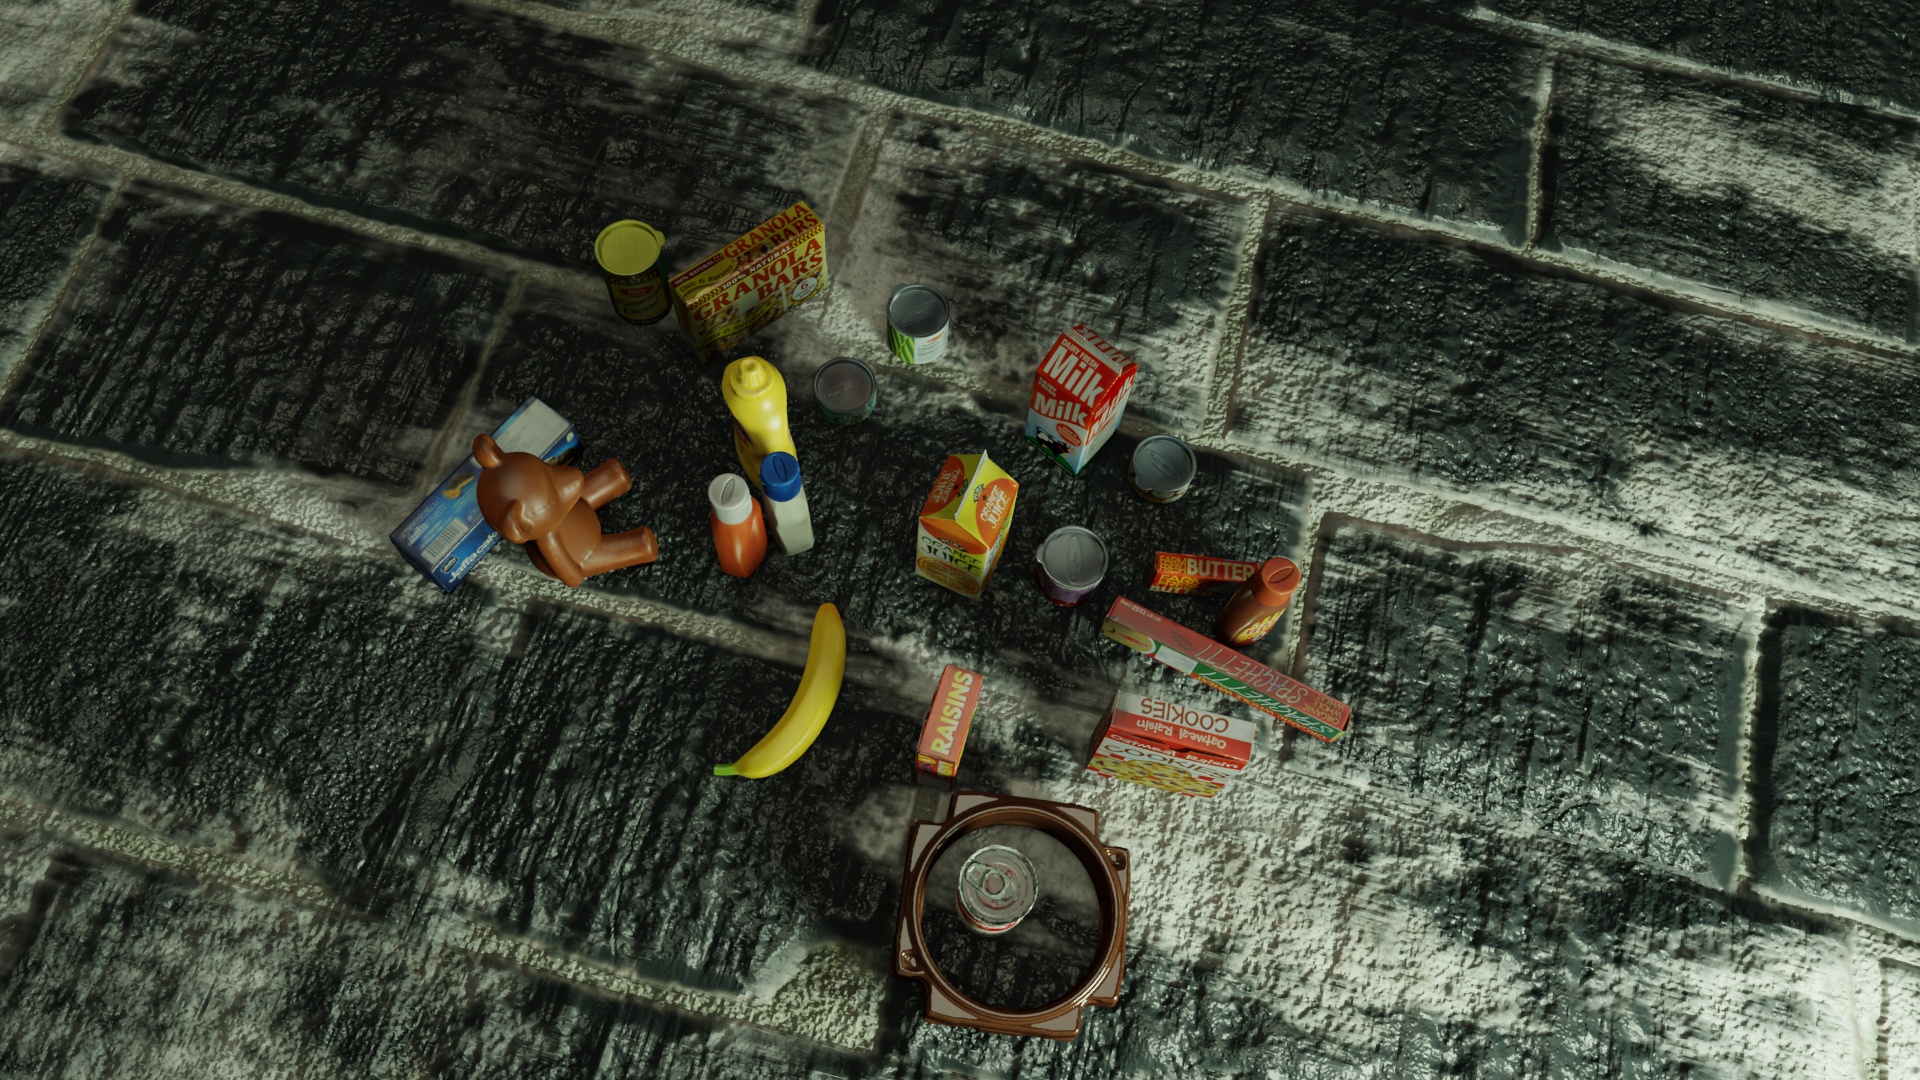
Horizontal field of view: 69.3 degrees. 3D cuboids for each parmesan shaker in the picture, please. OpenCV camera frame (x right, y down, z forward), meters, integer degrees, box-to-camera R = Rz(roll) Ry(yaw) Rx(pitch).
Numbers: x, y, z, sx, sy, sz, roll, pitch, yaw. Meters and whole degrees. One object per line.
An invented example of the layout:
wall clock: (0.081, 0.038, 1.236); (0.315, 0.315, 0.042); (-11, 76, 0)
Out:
parmesan shaker: (-0.336, -0.278, 1.449); (0.071, 0.102, 0.071); (1, 68, -3)

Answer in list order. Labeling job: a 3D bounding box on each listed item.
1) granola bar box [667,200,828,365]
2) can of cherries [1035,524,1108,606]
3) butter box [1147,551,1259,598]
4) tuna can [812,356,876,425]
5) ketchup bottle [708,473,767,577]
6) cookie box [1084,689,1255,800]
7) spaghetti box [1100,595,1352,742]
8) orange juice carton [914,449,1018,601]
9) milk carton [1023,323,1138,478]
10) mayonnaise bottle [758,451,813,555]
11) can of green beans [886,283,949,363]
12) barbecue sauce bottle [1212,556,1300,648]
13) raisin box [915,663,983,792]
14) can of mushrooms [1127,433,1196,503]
granola bar box: (-0.217, -0.266, 1.440); (0.166, 0.123, 0.039); (-35, 74, -16)
can of cherries: (0.107, 0.025, 1.373); (0.071, 0.058, 0.072); (1, 68, -3)
butter box: (0.240, 0.036, 1.379); (0.103, 0.053, 0.024); (6, 68, -1)
tuna can: (-0.119, -0.153, 1.448); (0.071, 0.032, 0.071); (1, 68, -3)
ketchup bottle: (-0.213, -0.018, 1.324); (0.043, 0.148, 0.065); (15, 68, 3)
cookie box: (0.184, 0.188, 1.252); (0.123, 0.166, 0.040); (13, 68, 2)
spaghetti box: (0.256, 0.125, 1.345); (0.250, 0.050, 0.029); (26, 69, 7)
orange juice carton: (0.005, -0.016, 1.312); (0.073, 0.192, 0.072); (24, 69, 6)
milk carton: (0.119, -0.145, 1.373); (0.072, 0.189, 0.074); (39, 71, 12)
mayonnaise bottle: (-0.168, -0.039, 1.336); (0.041, 0.147, 0.065); (-21, 71, -11)
can of green beans: (-0.045, -0.229, 1.470); (0.071, 0.057, 0.071); (1, 68, -3)
barbecue sauce bottle: (0.285, 0.058, 1.321); (0.065, 0.148, 0.044); (-26, 72, -13)
raisin box: (-0.012, 0.173, 1.271); (0.040, 0.123, 0.086); (18, 68, 4)
can of mushrooms: (0.206, -0.072, 1.432); (0.071, 0.033, 0.071); (1, 68, -3)
